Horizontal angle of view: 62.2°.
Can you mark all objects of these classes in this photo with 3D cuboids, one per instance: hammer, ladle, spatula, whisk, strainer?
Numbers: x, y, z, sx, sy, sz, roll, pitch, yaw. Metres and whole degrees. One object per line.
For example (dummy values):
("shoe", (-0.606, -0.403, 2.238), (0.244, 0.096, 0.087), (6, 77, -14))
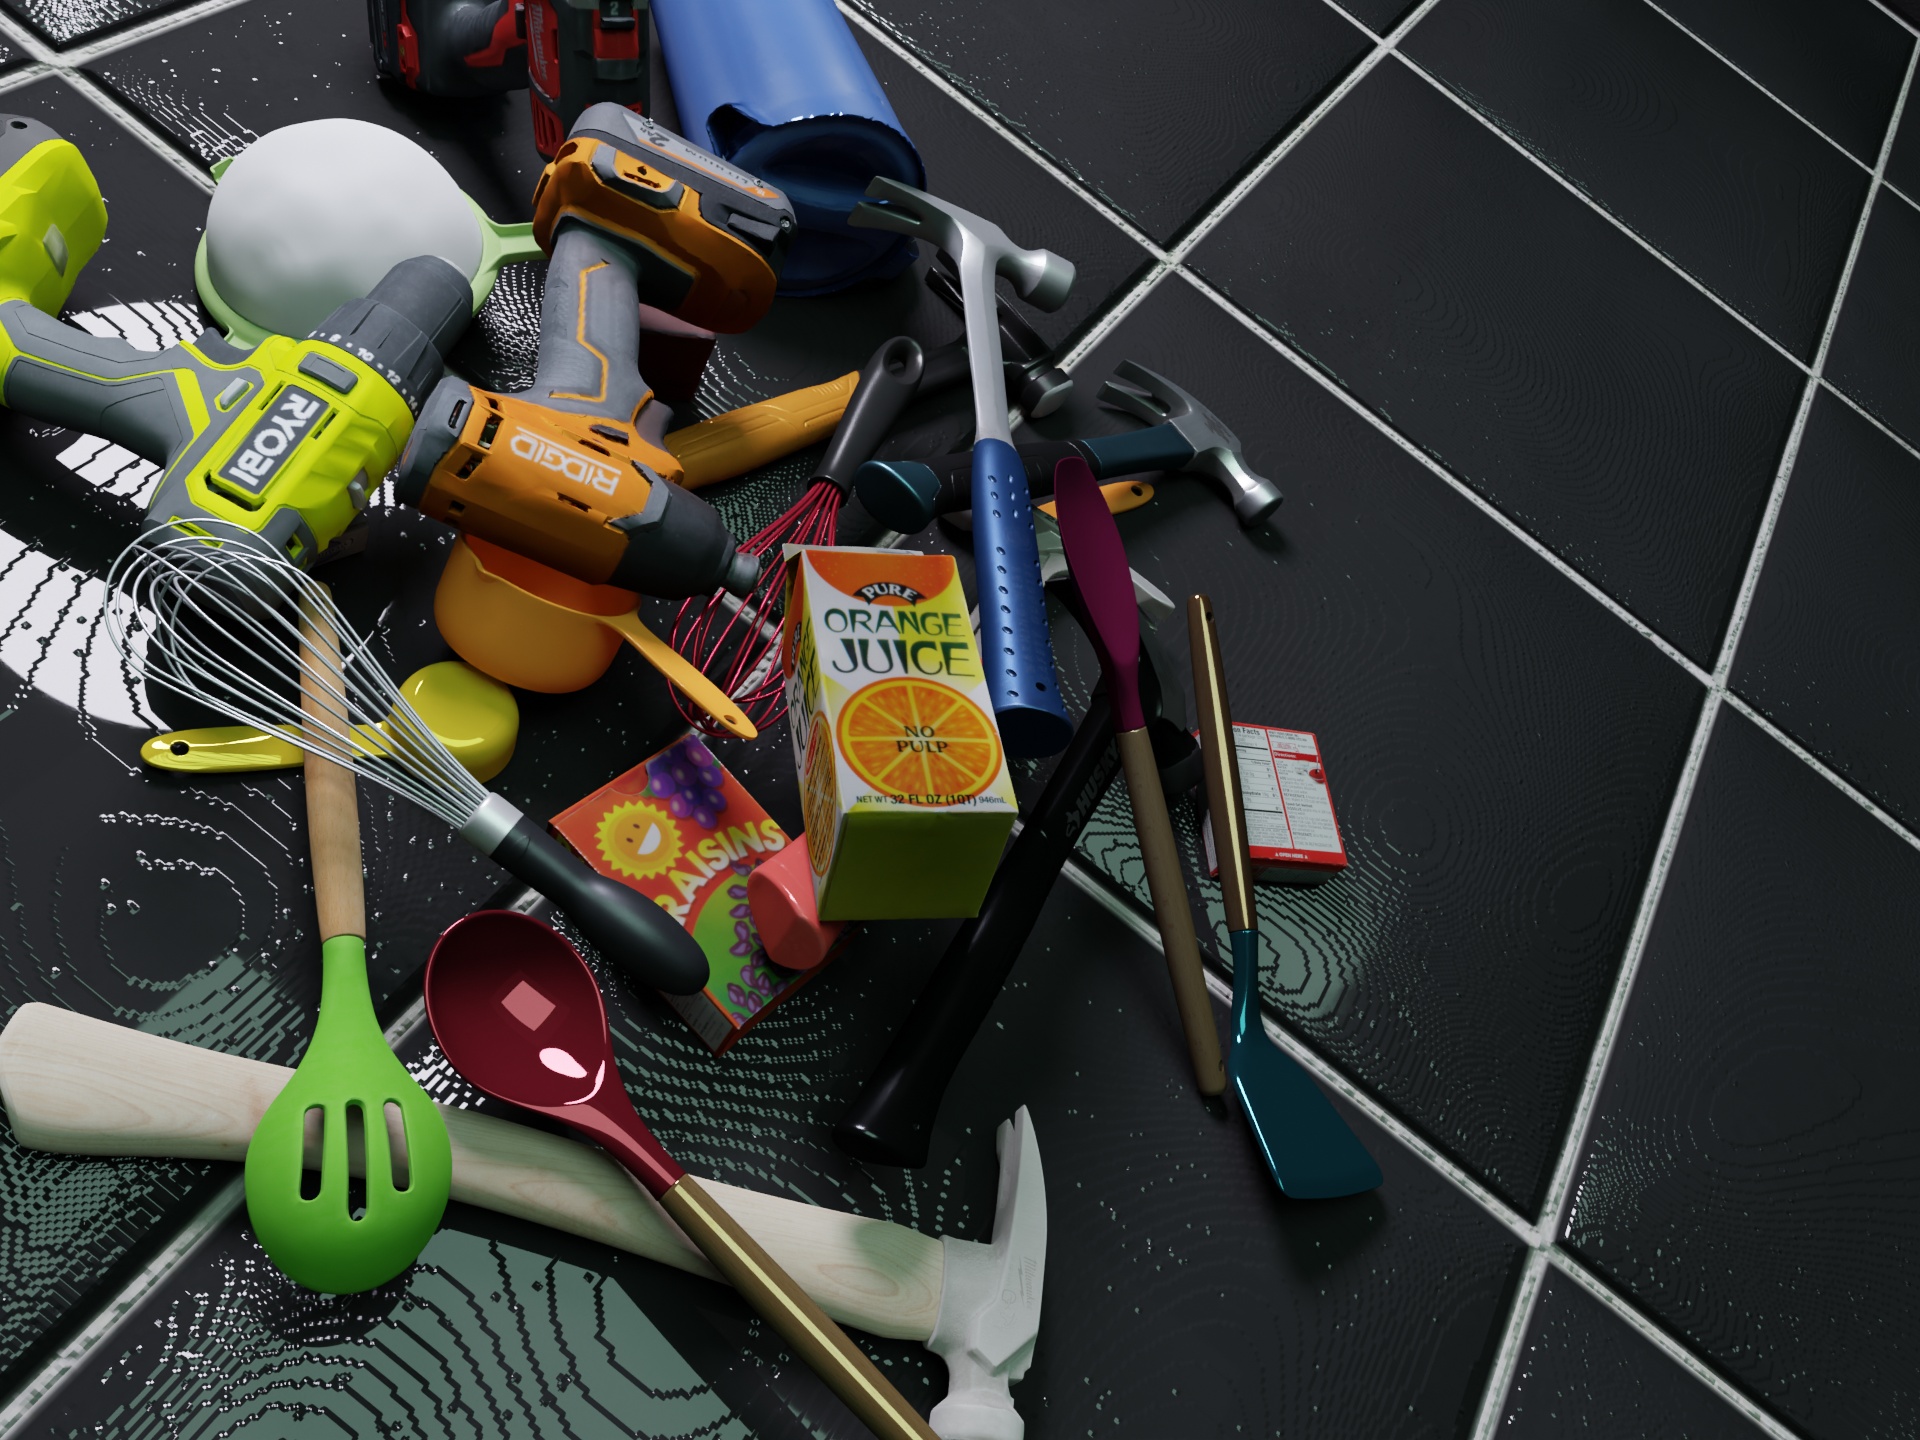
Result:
("hammer", (0.013, -0.148, 0.829), (0.144, 0.035, 0.406), (20, 43, -25))
("ladle", (-0.091, 0.196, 0.609), (0.315, 0.031, 0.069), (45, 49, 7))
("spatula", (0.152, 0.081, 0.817), (0.082, 0.044, 0.318), (8, 69, -40))
("whisk", (-0.216, 0.023, 0.640), (0.284, 0.070, 0.070), (40, 49, -9))
("whisk", (-0.076, -0.106, 0.831), (0.073, 0.073, 0.296), (28, 54, -7))
("hammer", (0.065, -0.149, 0.927), (0.331, 0.033, 0.128), (-19, 66, -48))
("hammer", (0.029, 0.068, 0.743), (0.335, 0.035, 0.146), (-56, 129, -42))
("hammer", (-0.157, 0.175, 0.632), (0.410, 0.038, 0.146), (19, 50, -14))
("strainer", (-0.262, -0.261, 0.810), (0.256, 0.069, 0.152), (-8, 59, -11))
("hammer", (-0.082, -0.186, 0.917), (0.337, 0.034, 0.127), (-31, 76, -38))
("hammer", (-0.001, -0.003, 0.802), (0.149, 0.036, 0.359), (33, 41, -2))

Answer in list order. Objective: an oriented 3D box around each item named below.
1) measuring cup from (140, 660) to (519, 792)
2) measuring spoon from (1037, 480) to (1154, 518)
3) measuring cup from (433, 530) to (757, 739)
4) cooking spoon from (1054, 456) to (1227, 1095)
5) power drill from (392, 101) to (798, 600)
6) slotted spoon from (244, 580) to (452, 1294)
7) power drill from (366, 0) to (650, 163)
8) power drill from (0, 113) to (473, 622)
("measuring cup", (-0.271, 0.003, 0.695), (0.156, 0.029, 0.062), (-5, 61, -31))
("measuring spoon", (0.077, -0.134, 0.975), (0.117, 0.011, 0.021), (-18, 68, -34))
("measuring cup", (-0.167, -0.026, 0.728), (0.174, 0.052, 0.095), (38, 21, 16))
("cooking spoon", (0.088, 0.029, 0.771), (0.069, 0.017, 0.319), (-22, 100, -61))
("power drill", (-0.151, -0.165, 0.754), (0.164, 0.084, 0.227), (23, 60, -19))
("slotted spoon", (-0.248, 0.066, 0.630), (0.070, 0.031, 0.314), (1, 53, -28))
("power drill", (-0.239, -0.408, 0.850), (0.080, 0.187, 0.227), (-19, 38, -36))
("power drill", (-0.352, -0.171, 0.709), (0.228, 0.080, 0.191), (28, 66, 0))
